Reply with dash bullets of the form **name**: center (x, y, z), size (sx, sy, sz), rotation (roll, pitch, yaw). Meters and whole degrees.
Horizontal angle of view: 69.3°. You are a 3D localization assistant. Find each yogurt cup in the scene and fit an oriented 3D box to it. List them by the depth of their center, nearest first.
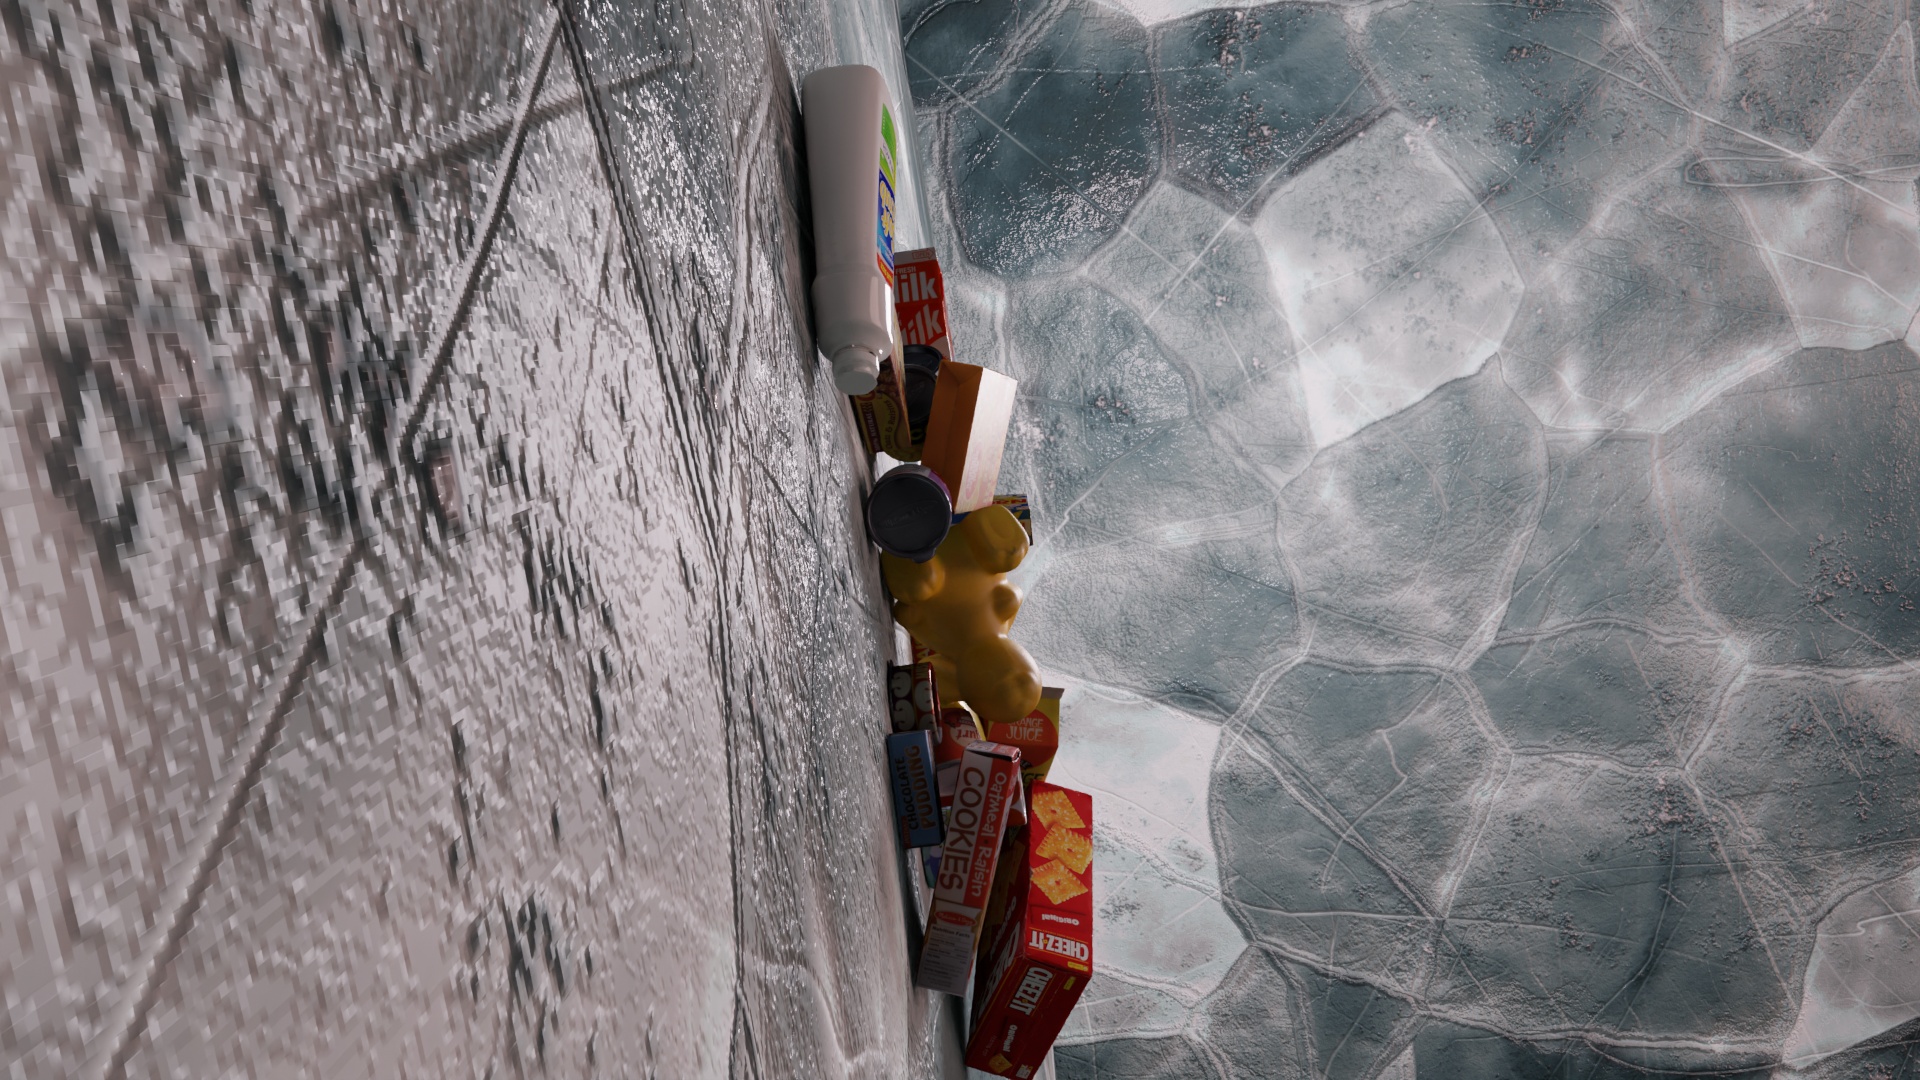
- **yogurt cup**: center (-0.011, 0.172, 1.133), size (0.072, 0.072, 0.054), rotation (77, -3, -60)

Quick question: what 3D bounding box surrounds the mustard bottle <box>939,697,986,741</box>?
- **mustard bottle**: center (-0.008, 0.167, 1.283), size (0.065, 0.049, 0.160), rotation (62, -1, 1)

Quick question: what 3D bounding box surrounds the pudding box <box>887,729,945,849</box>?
- **pudding box**: center (-0.032, 0.180, 1.014), size (0.049, 0.030, 0.084), rotation (63, 19, -80)

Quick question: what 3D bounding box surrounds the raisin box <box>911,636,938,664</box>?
- **raisin box**: center (-0.025, 0.082, 1.332), size (0.086, 0.040, 0.124), rotation (77, 6, -70)

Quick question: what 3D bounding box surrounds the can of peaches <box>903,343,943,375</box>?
- **can of peaches**: center (-0.046, -0.145, 1.312), size (0.071, 0.071, 0.057), rotation (-95, 176, -50)

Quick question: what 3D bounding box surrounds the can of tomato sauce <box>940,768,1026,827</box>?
- **can of tomato sauce**: center (0.015, 0.232, 1.262), size (0.071, 0.083, 0.071), rotation (-15, 96, -87)

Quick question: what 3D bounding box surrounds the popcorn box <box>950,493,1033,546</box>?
- **popcorn box**: center (0.005, -0.017, 1.326), size (0.085, 0.127, 0.038), rotation (-83, 169, -79)

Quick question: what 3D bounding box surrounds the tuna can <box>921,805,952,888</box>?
- **tuna can**: center (-0.013, 0.252, 1.151), size (0.071, 0.033, 0.071), rotation (-15, 97, -87)

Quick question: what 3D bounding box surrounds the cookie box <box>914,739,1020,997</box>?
- **cookie box**: center (0.008, 0.233, 1.017), size (0.123, 0.040, 0.167), rotation (55, 47, -83)

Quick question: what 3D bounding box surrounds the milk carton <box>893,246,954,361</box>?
- **milk carton**: center (-0.045, -0.202, 1.399), size (0.074, 0.072, 0.189), rotation (-93, 174, -58)

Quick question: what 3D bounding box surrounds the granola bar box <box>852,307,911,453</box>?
- **granola bar box**: center (-0.073, -0.168, 1.097), size (0.164, 0.039, 0.125), rotation (79, 4, -52)

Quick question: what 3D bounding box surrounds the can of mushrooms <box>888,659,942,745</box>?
- **can of mushrooms**: center (-0.035, 0.126, 1.078), size (0.071, 0.033, 0.071), rotation (-13, 95, -86)

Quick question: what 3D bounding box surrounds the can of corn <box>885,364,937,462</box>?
- **can of corn**: center (-0.043, -0.110, 1.218), size (0.058, 0.071, 0.071), rotation (79, 4, -57)

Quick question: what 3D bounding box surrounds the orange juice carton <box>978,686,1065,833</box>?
- **orange juice carton**: center (0.043, 0.208, 1.343), size (0.073, 0.072, 0.191), rotation (-99, -160, -52)

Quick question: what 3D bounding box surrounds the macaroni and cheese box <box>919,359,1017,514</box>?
- **macaroni and cheese box**: center (0.006, -0.089, 1.206), size (0.166, 0.040, 0.123), rotation (-14, 116, -78)

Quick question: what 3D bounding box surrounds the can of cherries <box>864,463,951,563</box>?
- **can of cherries**: center (-0.039, -0.021, 1.082), size (0.058, 0.071, 0.071), rotation (-90, 172, -80)
